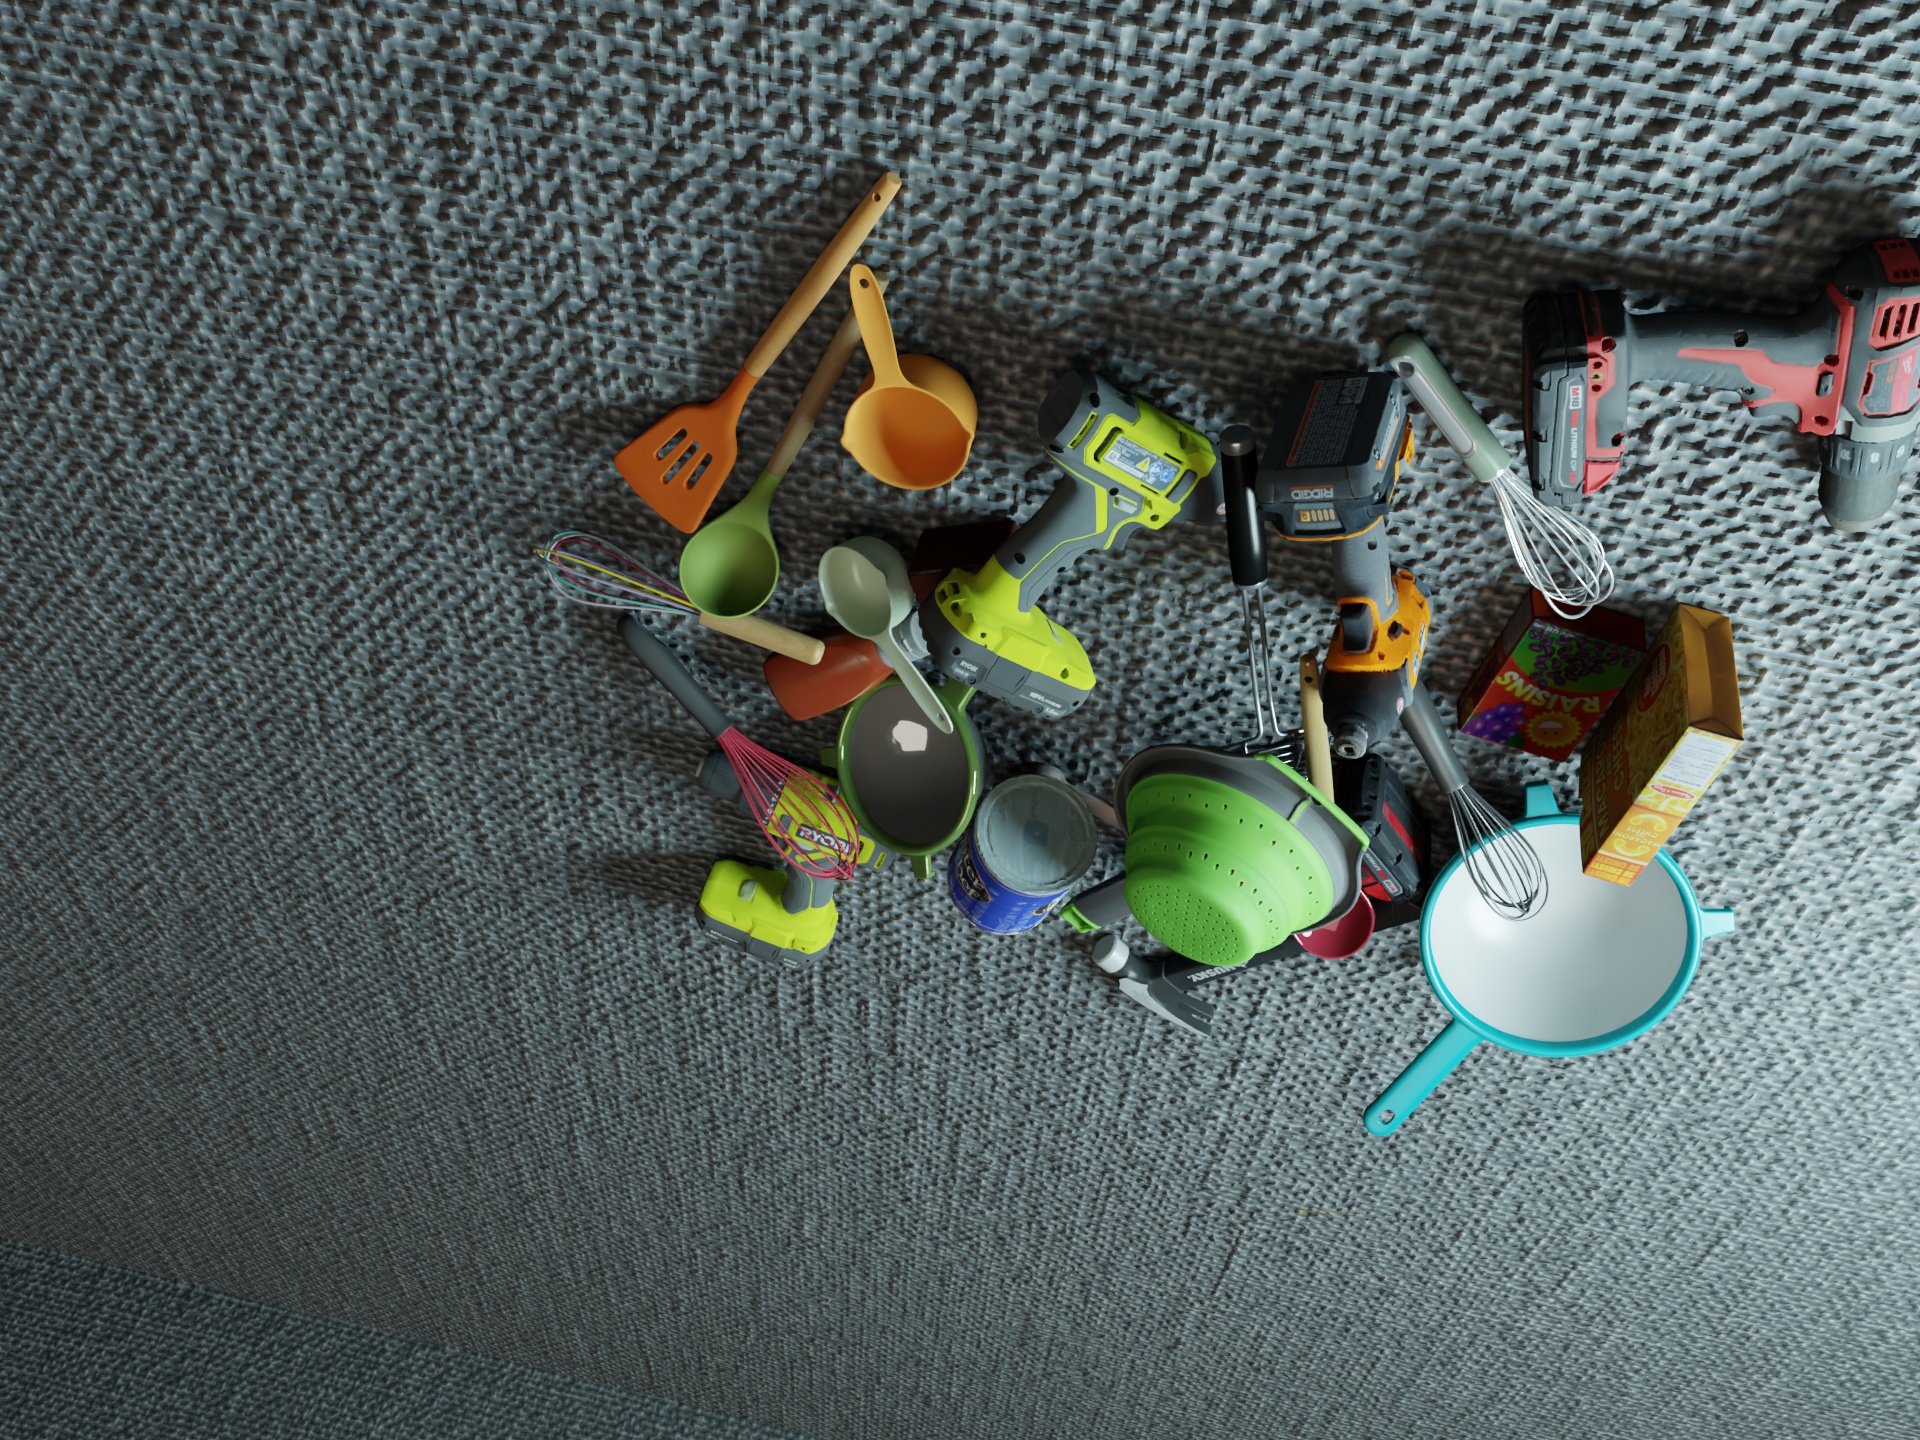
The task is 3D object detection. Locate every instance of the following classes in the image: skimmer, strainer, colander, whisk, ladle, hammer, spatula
[{"bbox_3d":[0.205,-0.070,1.145,0.127,0.090,0.362,-14,132,2],"label":"skimmer"},{"bbox_3d":[0.444,0.206,1.311,0.211,0.095,0.340,34,113,-1],"label":"strainer"},{"bbox_3d":[0.161,0.146,1.283,0.204,0.094,0.397,40,151,-6],"label":"colander"},{"bbox_3d":[-0.225,-0.095,1.269,0.245,0.051,0.047,20,142,1],"label":"whisk"},{"bbox_3d":[0.375,0.046,1.197,0.055,0.055,0.239,-25,98,36],"label":"whisk"},{"bbox_3d":[-0.123,-0.190,1.144,0.078,0.062,0.320,16,137,-22],"label":"ladle"},{"bbox_3d":[-0.002,-0.004,1.303,0.152,0.069,0.256,48,122,22],"label":"strainer"},{"bbox_3d":[-0.187,0.024,1.347,0.296,0.073,0.073,49,131,-6],"label":"whisk"},{"bbox_3d":[0.288,0.208,1.447,0.146,0.035,0.335,40,135,-24],"label":"hammer"},{"bbox_3d":[0.353,-0.159,1.041,0.246,0.059,0.058,45,158,-23],"label":"whisk"},{"bbox_3d":[-0.135,-0.253,1.090,0.081,0.041,0.322,45,132,-4],"label":"spatula"},{"bbox_3d":[0.274,0.071,1.207,0.069,0.031,0.315,-1,133,16],"label":"ladle"}]

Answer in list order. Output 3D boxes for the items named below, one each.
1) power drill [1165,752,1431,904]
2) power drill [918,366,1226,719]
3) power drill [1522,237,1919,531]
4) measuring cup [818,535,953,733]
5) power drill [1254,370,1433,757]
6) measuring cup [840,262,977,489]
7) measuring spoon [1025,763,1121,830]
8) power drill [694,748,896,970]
[{"bbox_3d":[0.273,0.114,1.335,0.219,0.079,0.143,-18,127,36],"label":"power drill"},{"bbox_3d":[0.087,-0.115,1.102,0.171,0.080,0.223,23,119,-29],"label":"power drill"},{"bbox_3d":[0.461,-0.186,0.958,0.227,0.080,0.187,-4,135,16],"label":"power drill"},{"bbox_3d":[-0.044,-0.067,1.219,0.083,0.038,0.167,-26,99,51],"label":"measuring cup"},{"bbox_3d":[0.259,-0.094,1.050,0.084,0.164,0.226,1,134,28],"label":"power drill"},{"bbox_3d":[-0.041,-0.239,1.070,0.095,0.052,0.173,-1,133,18],"label":"measuring cup"},{"bbox_3d":[0.110,0.076,1.383,0.124,0.018,0.034,29,136,-16],"label":"measuring spoon"},{"bbox_3d":[-0.171,0.124,1.479,0.190,0.080,0.228,21,135,-6],"label":"power drill"}]
